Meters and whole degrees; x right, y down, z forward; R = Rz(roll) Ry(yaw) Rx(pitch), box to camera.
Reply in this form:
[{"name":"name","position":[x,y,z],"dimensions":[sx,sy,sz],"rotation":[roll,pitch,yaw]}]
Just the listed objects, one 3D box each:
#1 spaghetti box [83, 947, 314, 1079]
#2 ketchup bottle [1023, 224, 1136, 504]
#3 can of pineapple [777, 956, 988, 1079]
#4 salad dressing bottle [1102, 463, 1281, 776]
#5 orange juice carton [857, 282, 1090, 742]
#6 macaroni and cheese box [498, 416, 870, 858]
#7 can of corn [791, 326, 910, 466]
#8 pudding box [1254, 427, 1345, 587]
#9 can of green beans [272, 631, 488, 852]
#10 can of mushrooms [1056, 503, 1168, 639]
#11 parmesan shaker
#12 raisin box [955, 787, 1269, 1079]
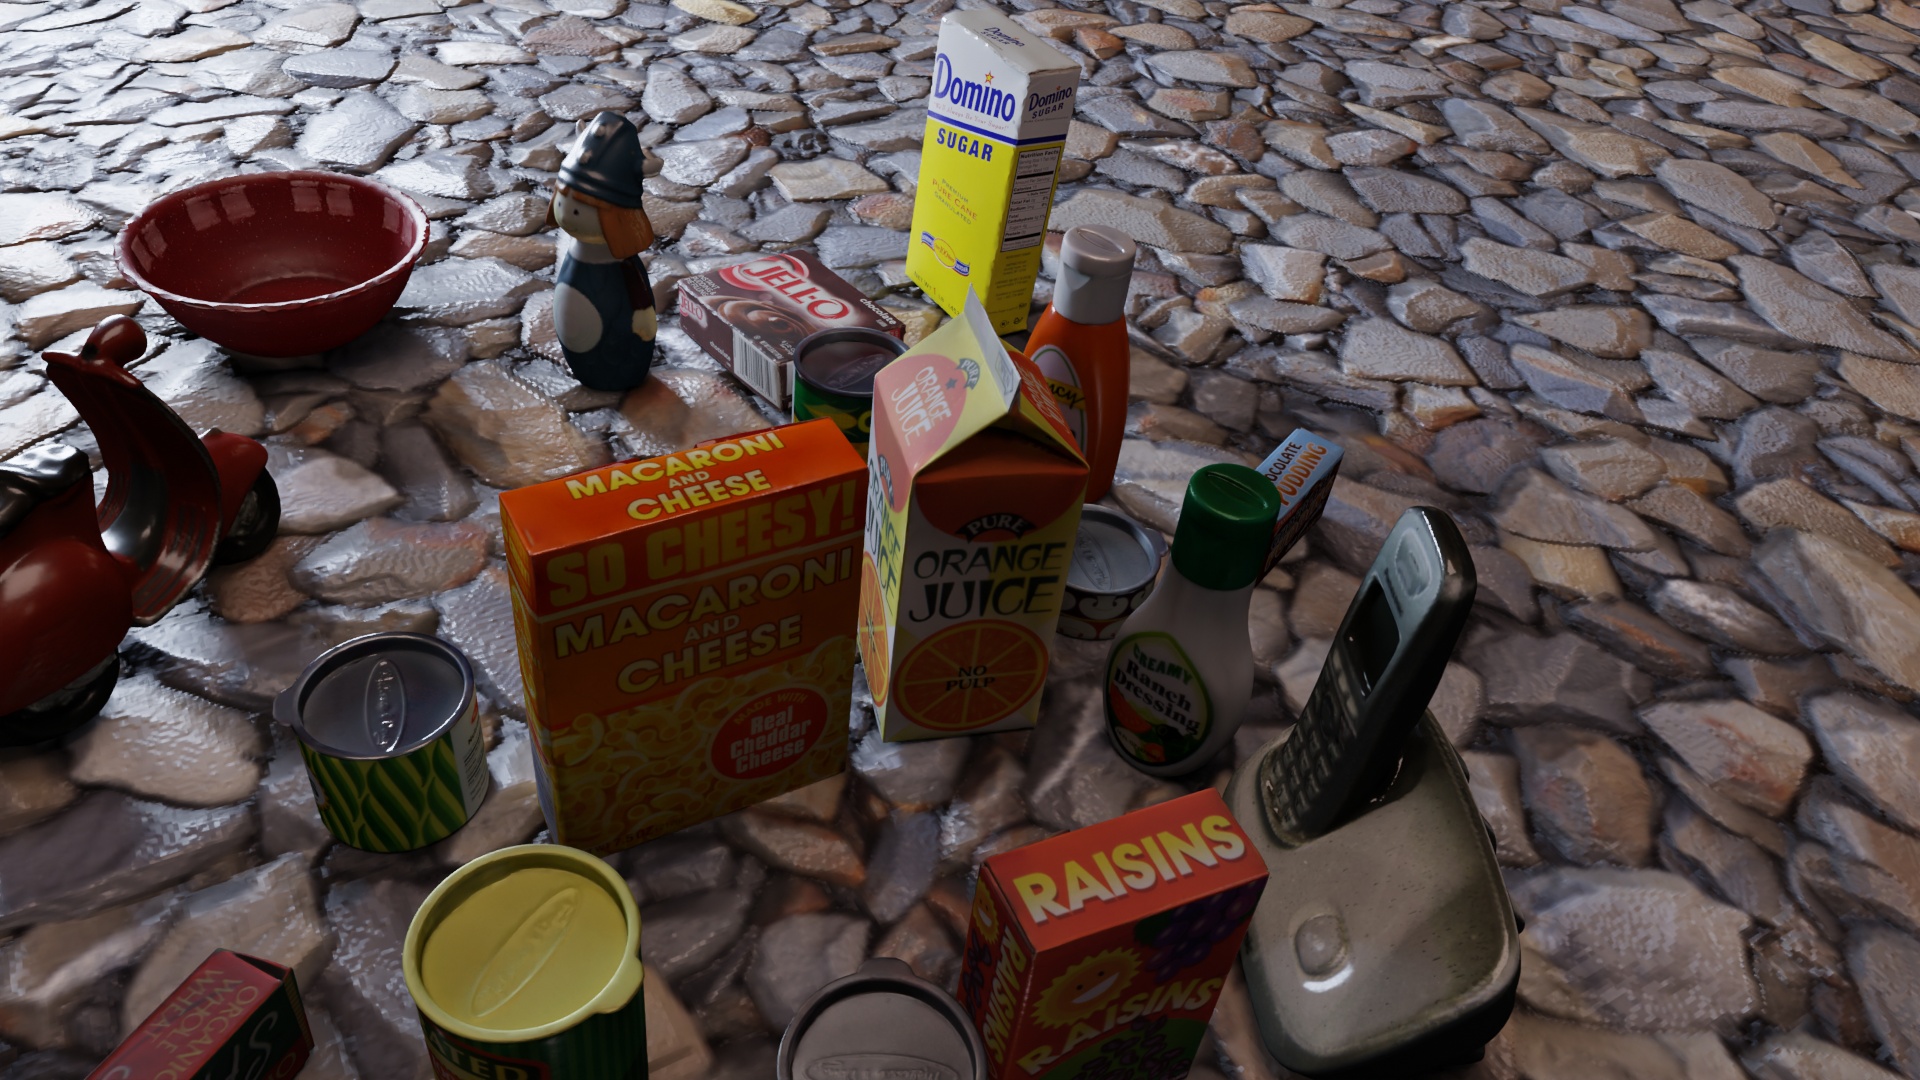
[{"name":"spaghetti box","position":[-0.278,0.221,0.373],"dimensions":[0.029,0.049,0.251],"rotation":[20,41,14]},{"name":"ketchup bottle","position":[0.060,-0.090,0.722],"dimensions":[0.065,0.148,0.044],"rotation":[33,46,26]},{"name":"can of pineapple","position":[-0.026,0.184,0.454],"dimensions":[0.071,0.057,0.071],"rotation":[5,40,-4]},{"name":"salad dressing bottle","position":[0.098,0.035,0.581],"dimensions":[0.064,0.146,0.044],"rotation":[34,46,27]},{"name":"orange juice carton","position":[0.002,-0.007,0.580],"dimensions":[0.073,0.191,0.072],"rotation":[-4,41,-14]},{"name":"macaroni and cheese box","position":[-0.102,0.040,0.526],"dimensions":[0.124,0.165,0.040],"rotation":[-16,46,-26]},{"name":"can of corn","position":[-0.056,-0.073,0.751],"dimensions":[0.071,0.058,0.071],"rotation":[5,40,-4]},{"name":"pudding box","position":[0.167,-0.019,0.732],"dimensions":[0.030,0.049,0.084],"rotation":[30,44,24]},{"name":"can of green beans","position":[-0.222,0.079,0.544],"dimensions":[0.071,0.057,0.071],"rotation":[5,40,-4]},{"name":"can of mushrooms","position":[0.066,0.015,0.687],"dimensions":[0.071,0.033,0.071],"rotation":[5,40,-4]},{"name":"parmesan shaker","position":[-0.130,0.155,0.435],"dimensions":[0.071,0.102,0.072],"rotation":[5,40,-4]},{"name":"raisin box","position":[0.045,0.144,0.462],"dimensions":[0.086,0.122,0.040],"rotation":[-11,44,-22]}]
